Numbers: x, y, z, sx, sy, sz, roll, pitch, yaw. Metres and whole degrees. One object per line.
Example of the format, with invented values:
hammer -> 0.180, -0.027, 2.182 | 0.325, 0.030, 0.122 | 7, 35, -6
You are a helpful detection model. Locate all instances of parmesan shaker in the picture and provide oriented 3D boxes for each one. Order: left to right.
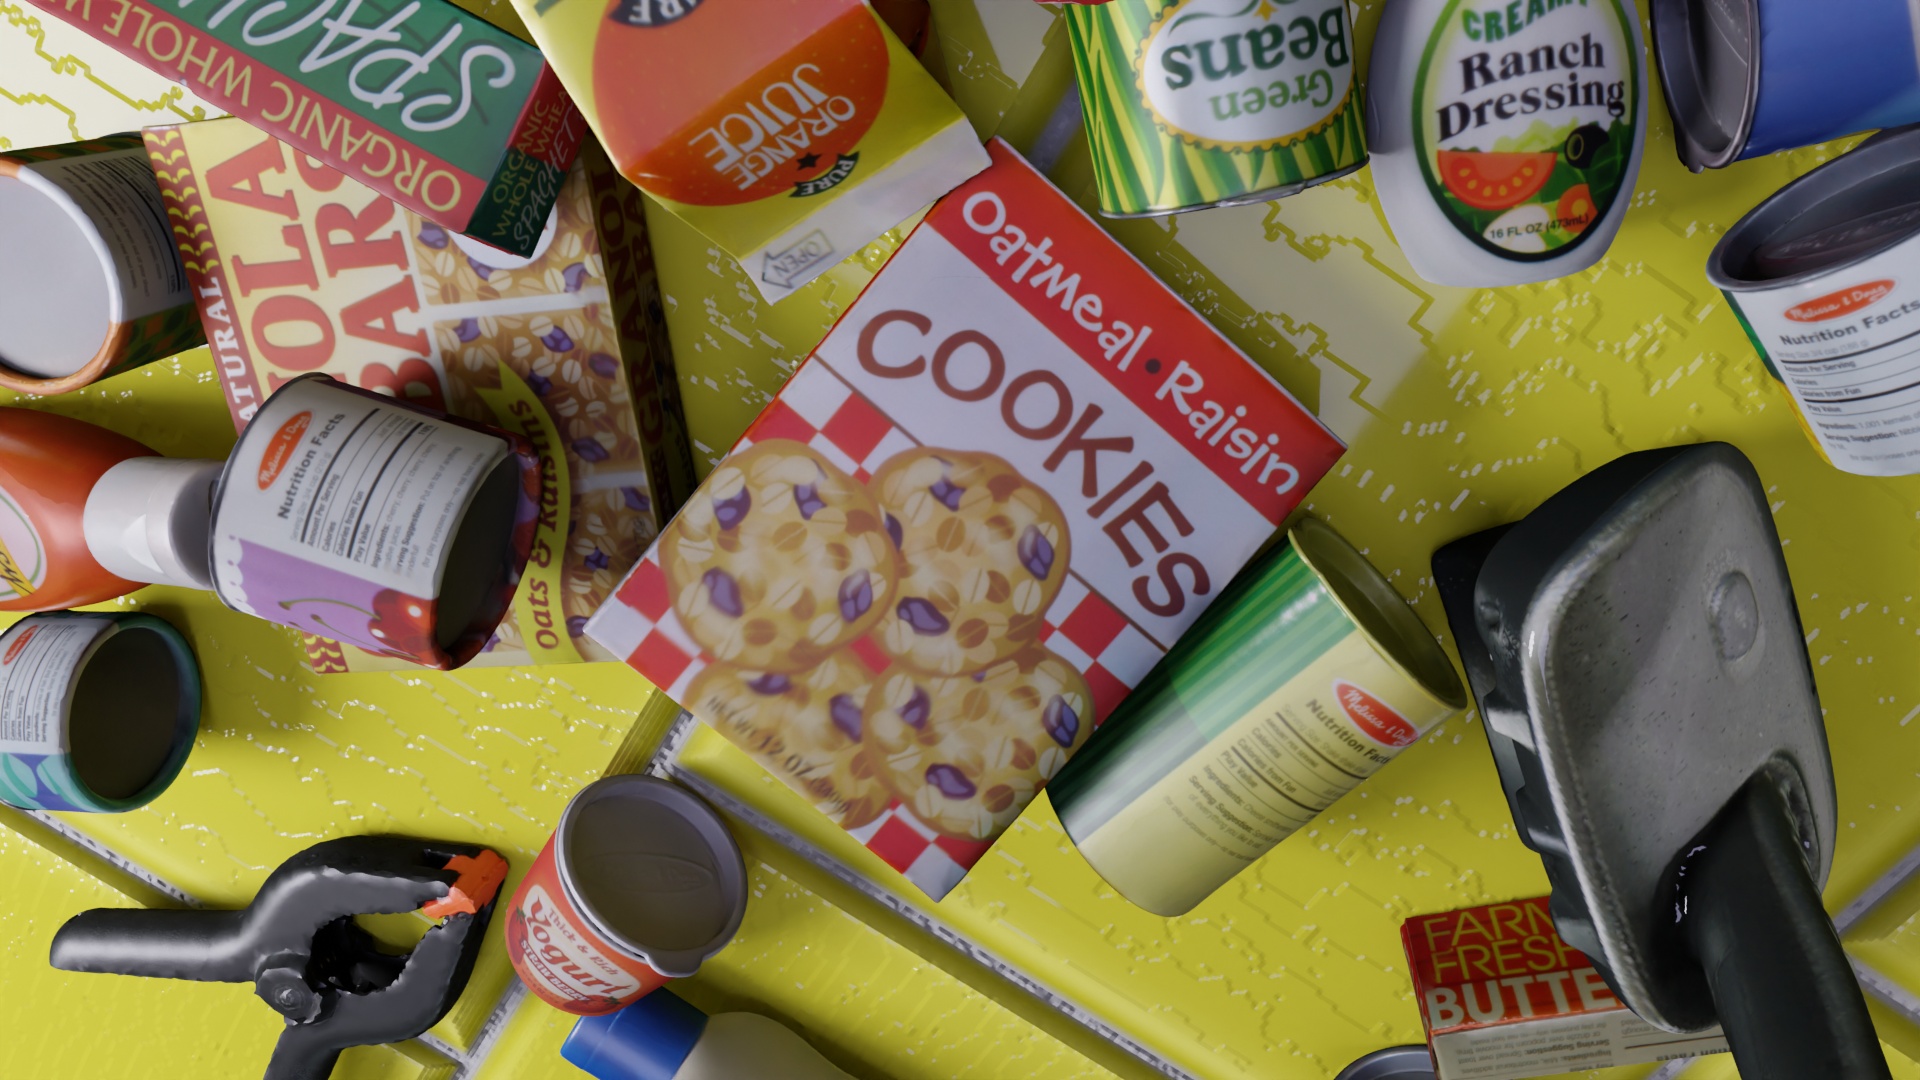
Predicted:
parmesan shaker -> 0.078, 0.049, 0.394 | 0.071, 0.071, 0.102 | 43, 112, -9

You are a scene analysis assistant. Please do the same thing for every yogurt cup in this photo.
yogurt cup -> -0.112, 0.118, 0.454 | 0.072, 0.073, 0.053 | 40, 120, -8

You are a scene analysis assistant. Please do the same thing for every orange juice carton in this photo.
orange juice carton -> -0.070, -0.155, 0.328 | 0.071, 0.073, 0.192 | -28, 102, 18

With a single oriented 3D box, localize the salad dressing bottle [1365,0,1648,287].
salad dressing bottle -> 0.125, -0.136, 0.325 | 0.064, 0.044, 0.147 | -10, 110, 3

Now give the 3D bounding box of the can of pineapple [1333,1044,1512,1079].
can of pineapple -> 0.150, 0.208, 0.446 | 0.071, 0.071, 0.057 | -6, 111, 11

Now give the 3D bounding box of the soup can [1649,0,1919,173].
soup can -> 0.207, -0.123, 0.308 | 0.084, 0.071, 0.071 | -10, 110, 12

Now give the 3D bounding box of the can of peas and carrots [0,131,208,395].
can of peas and carrots -> -0.252, -0.079, 0.399 | 0.071, 0.059, 0.070 | 3, 112, 8

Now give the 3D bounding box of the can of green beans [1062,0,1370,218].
can of green beans -> 0.061, -0.113, 0.332 | 0.071, 0.071, 0.057 | -9, 110, 12

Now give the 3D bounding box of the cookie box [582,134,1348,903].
cookie box -> 0.001, -0.005, 0.378 | 0.123, 0.040, 0.167 | 40, 97, -8

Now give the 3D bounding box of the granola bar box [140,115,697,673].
granola bar box -> -0.148, -0.045, 0.407 | 0.124, 0.039, 0.165 | -4, 111, 9

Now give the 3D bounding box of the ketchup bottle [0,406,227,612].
ketchup bottle -> -0.267, -0.008, 0.415 | 0.149, 0.044, 0.064 | 3, 114, 26

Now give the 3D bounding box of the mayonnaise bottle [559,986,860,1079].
mayonnaise bottle -> -0.066, 0.201, 0.482 | 0.148, 0.065, 0.041 | 33, 121, 0

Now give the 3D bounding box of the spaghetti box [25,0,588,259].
spaghetti box -> -0.208, -0.149, 0.352 | 0.250, 0.029, 0.050 | 28, 96, 8

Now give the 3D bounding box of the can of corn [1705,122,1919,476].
can of corn -> 0.226, -0.059, 0.331 | 0.071, 0.071, 0.058 | -33, 104, 19

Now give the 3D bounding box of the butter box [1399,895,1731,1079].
butter box -> 0.189, 0.131, 0.417 | 0.103, 0.053, 0.024 | -13, 112, 14

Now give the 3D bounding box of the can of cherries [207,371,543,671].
can of cherries -> -0.150, -0.004, 0.367 | 0.058, 0.072, 0.071 | 16, 113, 0

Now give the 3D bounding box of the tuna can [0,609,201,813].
tuna can -> -0.283, 0.057, 0.455 | 0.033, 0.071, 0.070 | 1, 112, 8
